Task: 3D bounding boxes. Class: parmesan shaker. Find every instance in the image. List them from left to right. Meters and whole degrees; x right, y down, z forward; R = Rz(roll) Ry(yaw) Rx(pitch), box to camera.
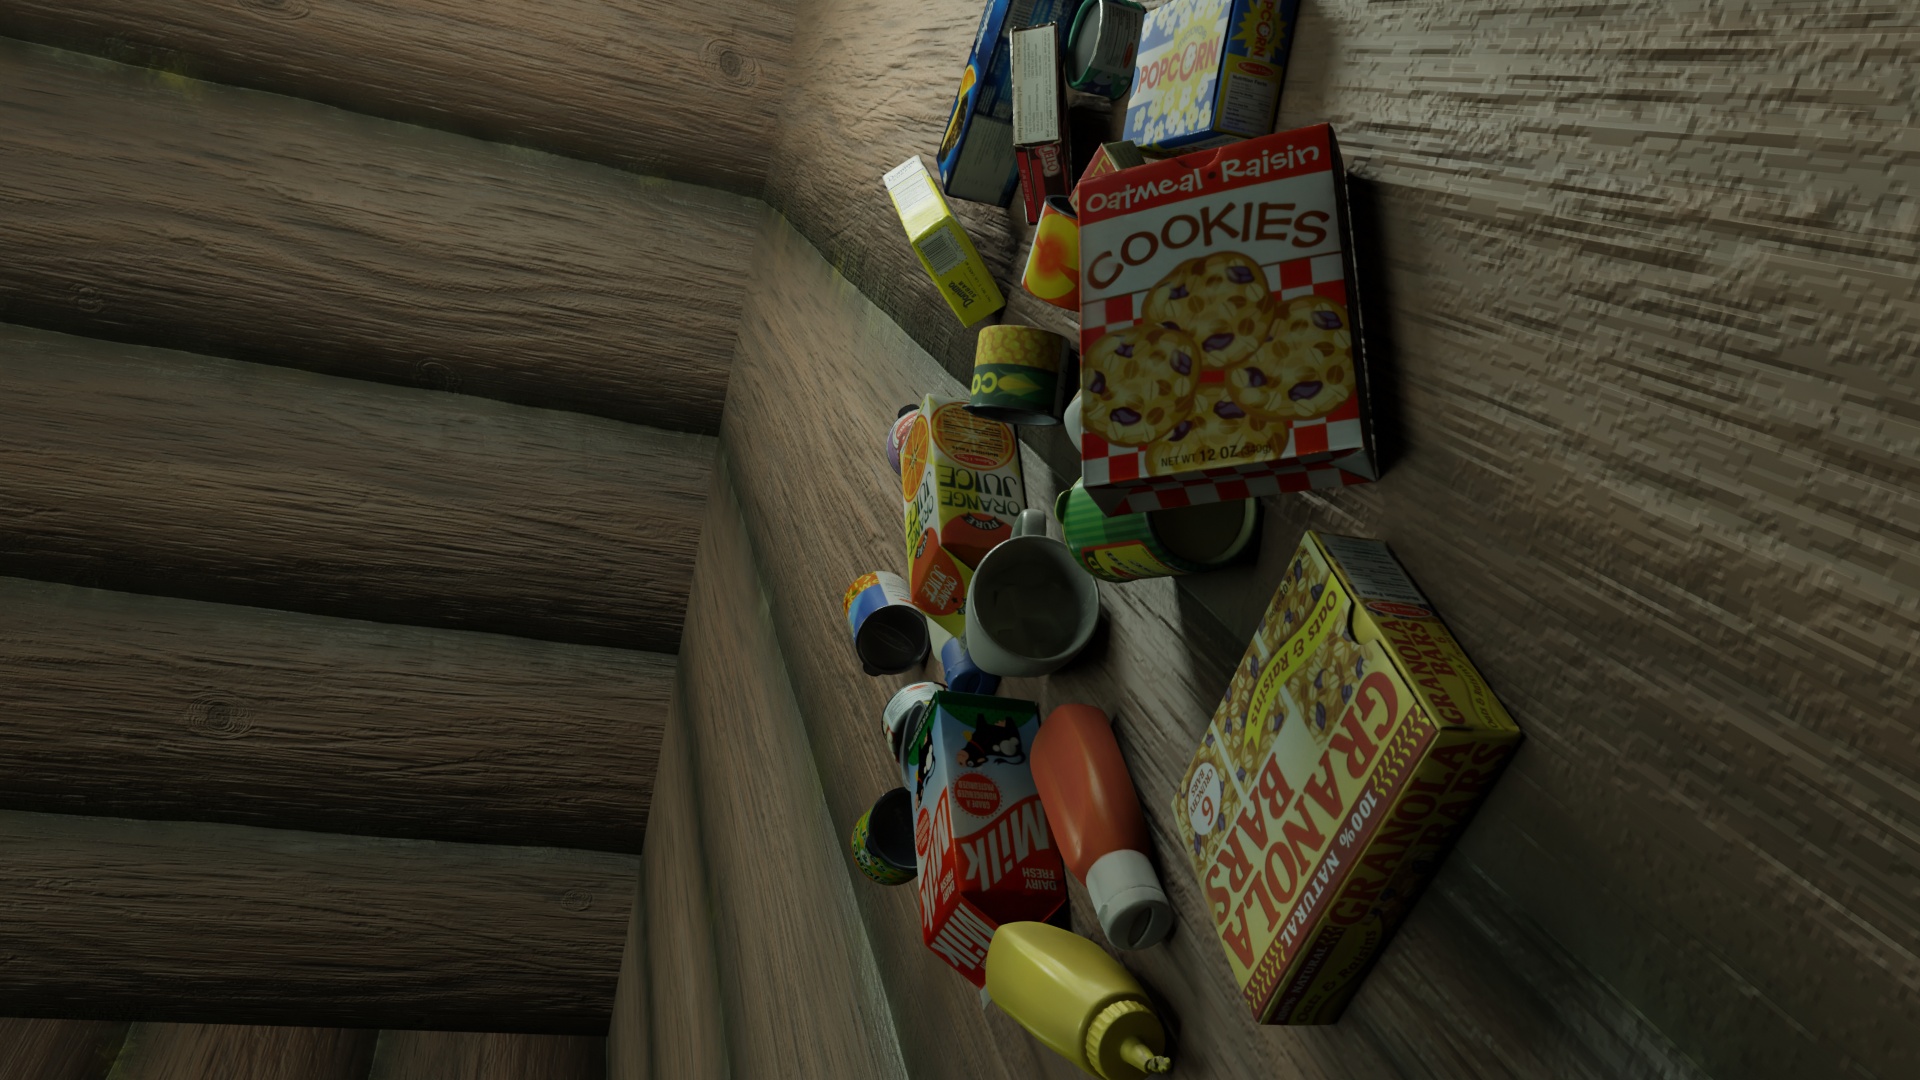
[{"bbox_3d":[0.100,-0.013,0.725,0.103,0.071,0.071,167,111,-72],"label":"parmesan shaker"}]

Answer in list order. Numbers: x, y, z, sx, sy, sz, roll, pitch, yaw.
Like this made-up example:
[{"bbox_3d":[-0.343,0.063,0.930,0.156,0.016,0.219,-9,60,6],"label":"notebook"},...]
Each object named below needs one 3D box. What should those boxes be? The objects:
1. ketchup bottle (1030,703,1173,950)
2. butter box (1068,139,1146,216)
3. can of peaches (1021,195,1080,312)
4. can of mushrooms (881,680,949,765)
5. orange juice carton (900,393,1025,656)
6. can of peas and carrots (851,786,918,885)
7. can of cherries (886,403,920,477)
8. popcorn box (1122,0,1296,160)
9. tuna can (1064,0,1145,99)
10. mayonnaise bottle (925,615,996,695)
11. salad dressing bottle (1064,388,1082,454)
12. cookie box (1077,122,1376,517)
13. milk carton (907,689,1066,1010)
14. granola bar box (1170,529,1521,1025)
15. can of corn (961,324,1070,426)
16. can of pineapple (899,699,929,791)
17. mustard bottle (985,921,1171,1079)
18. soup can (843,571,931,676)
[{"bbox_3d":[0.077,0.158,0.767,0.149,0.043,0.064,-110,32,-57],"label":"ketchup bottle"},{"bbox_3d":[0.104,-0.179,0.812,0.104,0.024,0.053,64,150,20],"label":"butter box"},{"bbox_3d":[0.079,-0.182,0.888,0.071,0.071,0.057,-112,35,-59],"label":"can of peaches"},{"bbox_3d":[-0.024,0.146,1.065,0.033,0.071,0.070,-130,50,-66],"label":"can of mushrooms"},{"bbox_3d":[0.004,-0.013,1.035,0.071,0.073,0.193,118,154,-47],"label":"orange juice carton"},{"bbox_3d":[-0.050,0.235,1.092,0.058,0.071,0.071,126,148,-58],"label":"can of peas and carrots"},{"bbox_3d":[-0.026,-0.078,1.167,0.058,0.071,0.071,-144,64,-71],"label":"can of cherries"},{"bbox_3d":[0.138,-0.263,0.784,0.127,0.038,0.085,-150,68,-71],"label":"popcorn box"},{"bbox_3d":[0.098,-0.341,0.957,0.071,0.033,0.071,-170,89,-72],"label":"tuna can"},{"bbox_3d":[-0.002,0.060,1.076,0.149,0.041,0.064,-104,26,-49],"label":"mayonnaise bottle"},{"bbox_3d":[0.093,-0.081,0.744,0.064,0.044,0.148,-28,11,21],"label":"salad dressing bottle"},{"bbox_3d":[0.118,-0.102,0.637,0.040,0.123,0.168,43,-137,-58],"label":"cookie box"},{"bbox_3d":[0.016,0.196,0.894,0.072,0.073,0.191,116,155,-44],"label":"milk carton"},{"bbox_3d":[0.148,0.098,0.574,0.125,0.039,0.164,-107,30,-54],"label":"granola bar box"},{"bbox_3d":[0.039,-0.115,0.973,0.071,0.071,0.058,173,105,-72],"label":"can of corn"},{"bbox_3d":[-0.008,0.152,1.017,0.071,0.058,0.071,-170,89,-73],"label":"can of pineapple"},{"bbox_3d":[0.066,0.246,0.729,0.160,0.065,0.049,-168,91,-69],"label":"mustard bottle"},{"bbox_3d":[-0.068,0.074,1.232,0.084,0.071,0.071,-124,45,-66],"label":"soup can"}]
